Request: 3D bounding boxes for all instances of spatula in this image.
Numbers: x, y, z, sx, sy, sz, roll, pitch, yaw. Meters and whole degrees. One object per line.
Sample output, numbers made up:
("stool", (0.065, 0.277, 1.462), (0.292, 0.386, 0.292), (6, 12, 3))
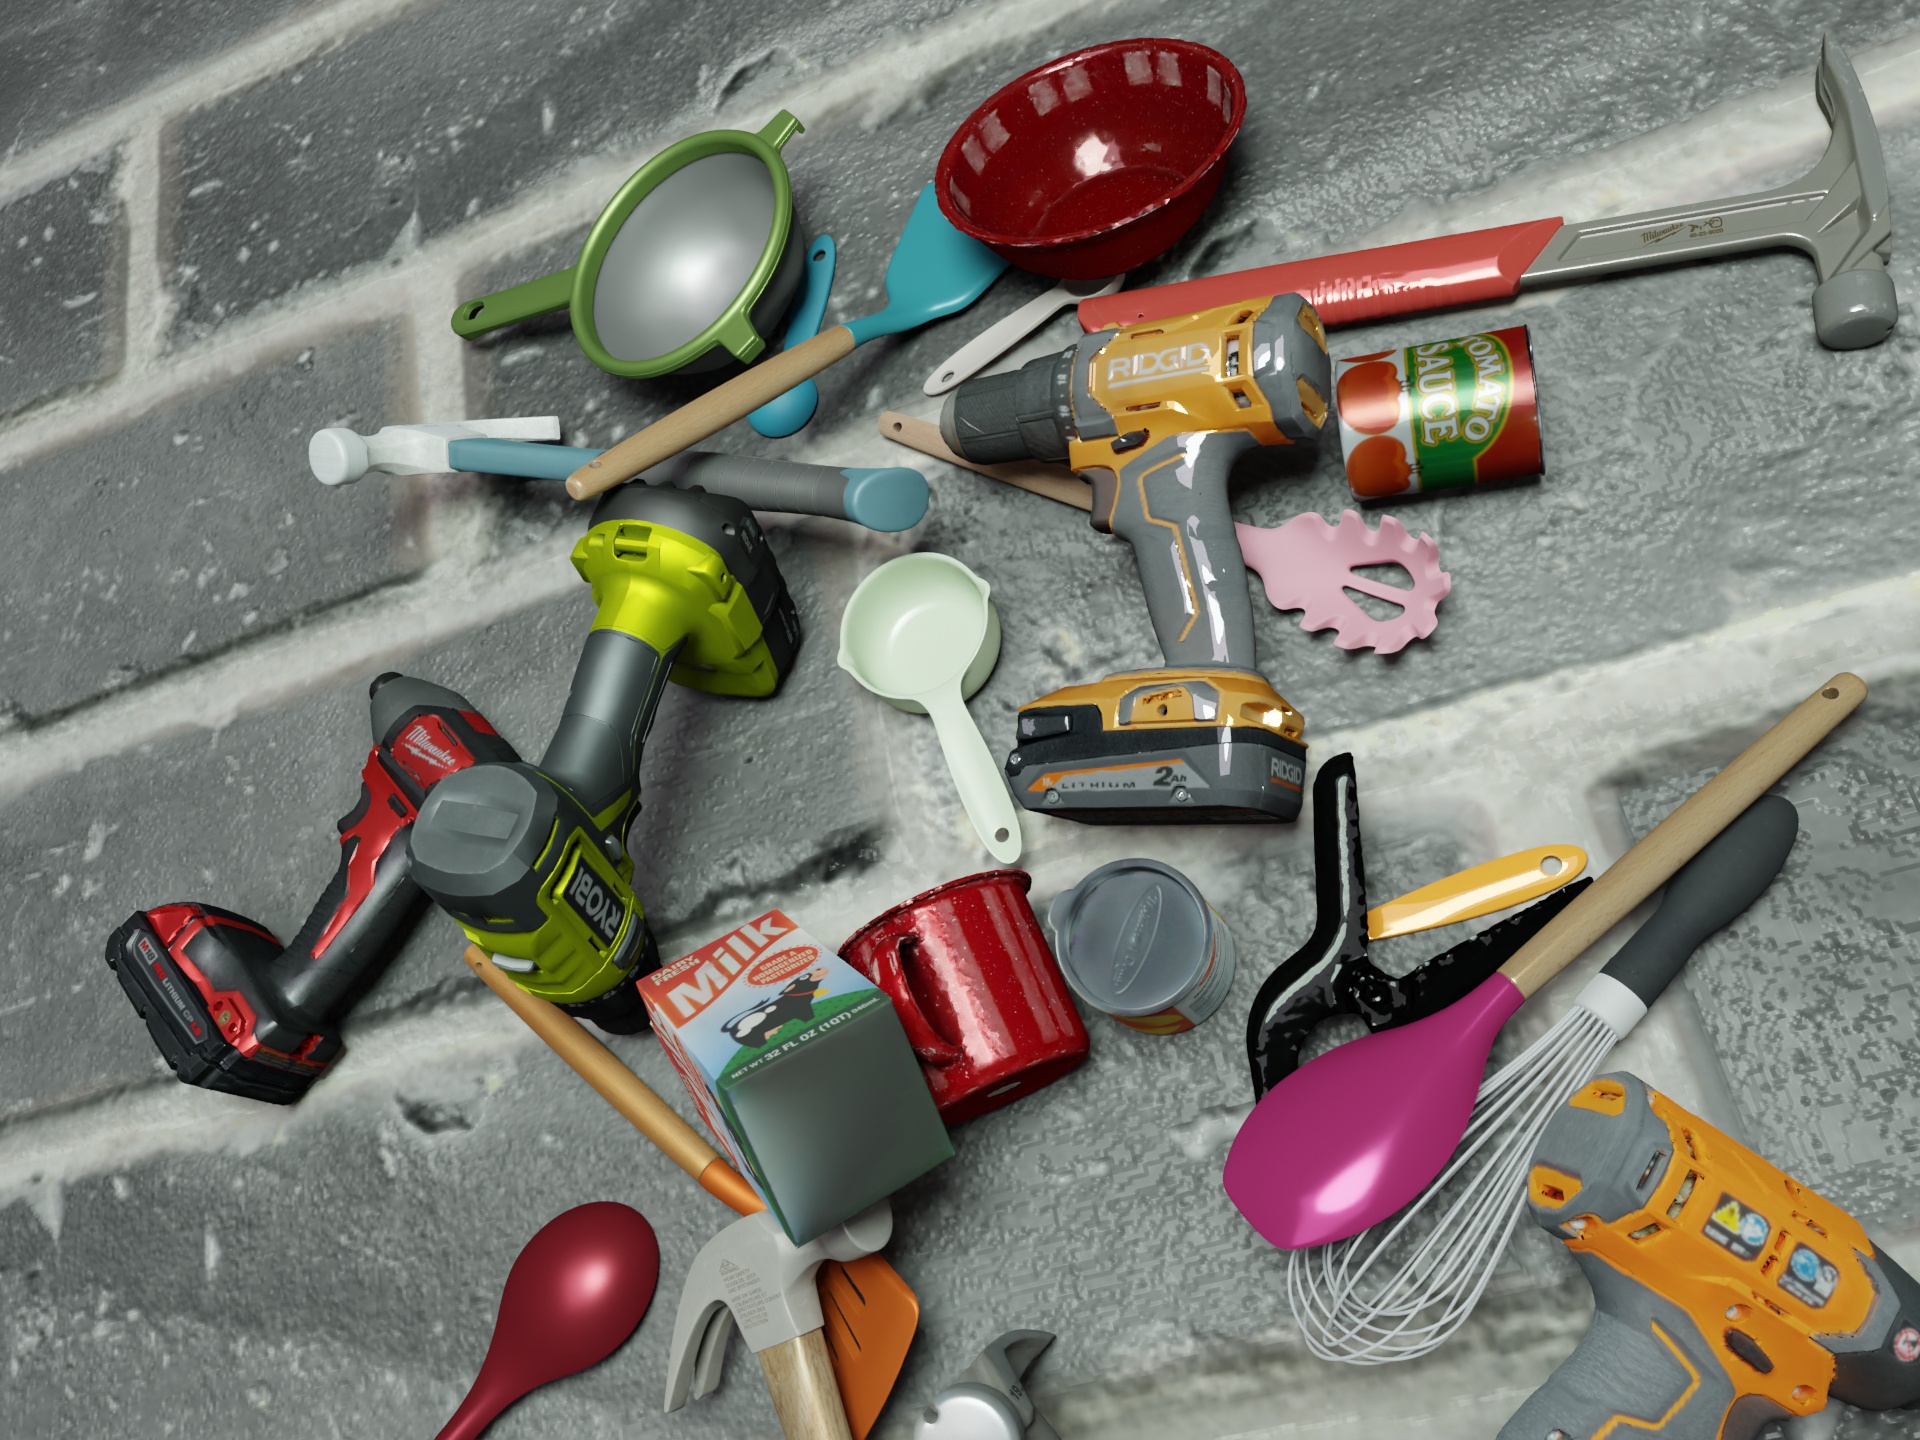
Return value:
("spatula", (-0.137, 0.195, 0.732), (0.323, 0.041, 0.081), (33, 107, 29))
("spatula", (-0.077, -0.192, 0.797), (0.082, 0.044, 0.317), (27, 47, 26))

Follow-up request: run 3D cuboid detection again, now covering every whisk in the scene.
("whisk", (0.229, 0.134, 0.611), (0.284, 0.070, 0.070), (-46, 62, -6))

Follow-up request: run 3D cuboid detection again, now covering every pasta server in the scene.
("pasta server", (0.085, -0.103, 0.764), (0.316, 0.040, 0.060), (24, 98, 28))

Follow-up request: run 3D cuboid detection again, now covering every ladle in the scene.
("ladle", (-0.251, 0.352, 0.726), (0.069, 0.031, 0.315), (38, 88, 28))

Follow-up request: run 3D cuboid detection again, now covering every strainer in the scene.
("strainer", (-0.182, -0.240, 0.907), (0.256, 0.069, 0.152), (-5, 69, 33))

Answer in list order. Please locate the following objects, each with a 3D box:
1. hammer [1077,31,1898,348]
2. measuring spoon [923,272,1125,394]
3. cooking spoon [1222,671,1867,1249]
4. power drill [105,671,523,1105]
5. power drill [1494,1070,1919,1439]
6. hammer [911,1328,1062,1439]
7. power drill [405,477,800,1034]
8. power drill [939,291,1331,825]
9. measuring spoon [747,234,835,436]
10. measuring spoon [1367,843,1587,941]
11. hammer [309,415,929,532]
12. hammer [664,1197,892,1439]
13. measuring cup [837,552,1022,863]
("hammer", (0.233, -0.221, 0.753), (0.359, 0.036, 0.149), (-5, 69, 18))
("measuring spoon", (0.035, -0.204, 0.836), (0.124, 0.018, 0.034), (-32, 48, 14))
("cooking spoon", (0.228, 0.085, 0.607), (0.319, 0.017, 0.069), (-39, 44, -6))
("power drill", (-0.324, 0.079, 0.829), (0.219, 0.078, 0.143), (-46, 62, -3))
("power drill", (0.236, 0.257, 0.537), (0.164, 0.084, 0.226), (32, 81, 0))
("hammer", (0.138, 0.370, 0.546), (0.386, 0.143, 0.038), (43, 90, 17))
("power drill", (-0.152, 0.023, 0.740), (0.080, 0.190, 0.229), (8, 60, 17))
("power drill", (0.069, -0.069, 0.711), (0.185, 0.084, 0.226), (-3, 79, 31))
("measuring spoon", (-0.092, -0.219, 0.881), (0.042, 0.021, 0.129), (5, 73, 22))
("measuring spoon", (0.204, 0.074, 0.666), (0.117, 0.011, 0.021), (-21, 65, 12))
("hammer", (-0.168, -0.127, 0.809), (0.331, 0.128, 0.033), (10, 108, 28))
("hammer", (-0.032, 0.355, 0.614), (0.130, 0.031, 0.331), (-32, 70, 31))
("measuring cup", (-0.001, -0.002, 0.759), (0.083, 0.038, 0.168), (-27, 65, 9))
